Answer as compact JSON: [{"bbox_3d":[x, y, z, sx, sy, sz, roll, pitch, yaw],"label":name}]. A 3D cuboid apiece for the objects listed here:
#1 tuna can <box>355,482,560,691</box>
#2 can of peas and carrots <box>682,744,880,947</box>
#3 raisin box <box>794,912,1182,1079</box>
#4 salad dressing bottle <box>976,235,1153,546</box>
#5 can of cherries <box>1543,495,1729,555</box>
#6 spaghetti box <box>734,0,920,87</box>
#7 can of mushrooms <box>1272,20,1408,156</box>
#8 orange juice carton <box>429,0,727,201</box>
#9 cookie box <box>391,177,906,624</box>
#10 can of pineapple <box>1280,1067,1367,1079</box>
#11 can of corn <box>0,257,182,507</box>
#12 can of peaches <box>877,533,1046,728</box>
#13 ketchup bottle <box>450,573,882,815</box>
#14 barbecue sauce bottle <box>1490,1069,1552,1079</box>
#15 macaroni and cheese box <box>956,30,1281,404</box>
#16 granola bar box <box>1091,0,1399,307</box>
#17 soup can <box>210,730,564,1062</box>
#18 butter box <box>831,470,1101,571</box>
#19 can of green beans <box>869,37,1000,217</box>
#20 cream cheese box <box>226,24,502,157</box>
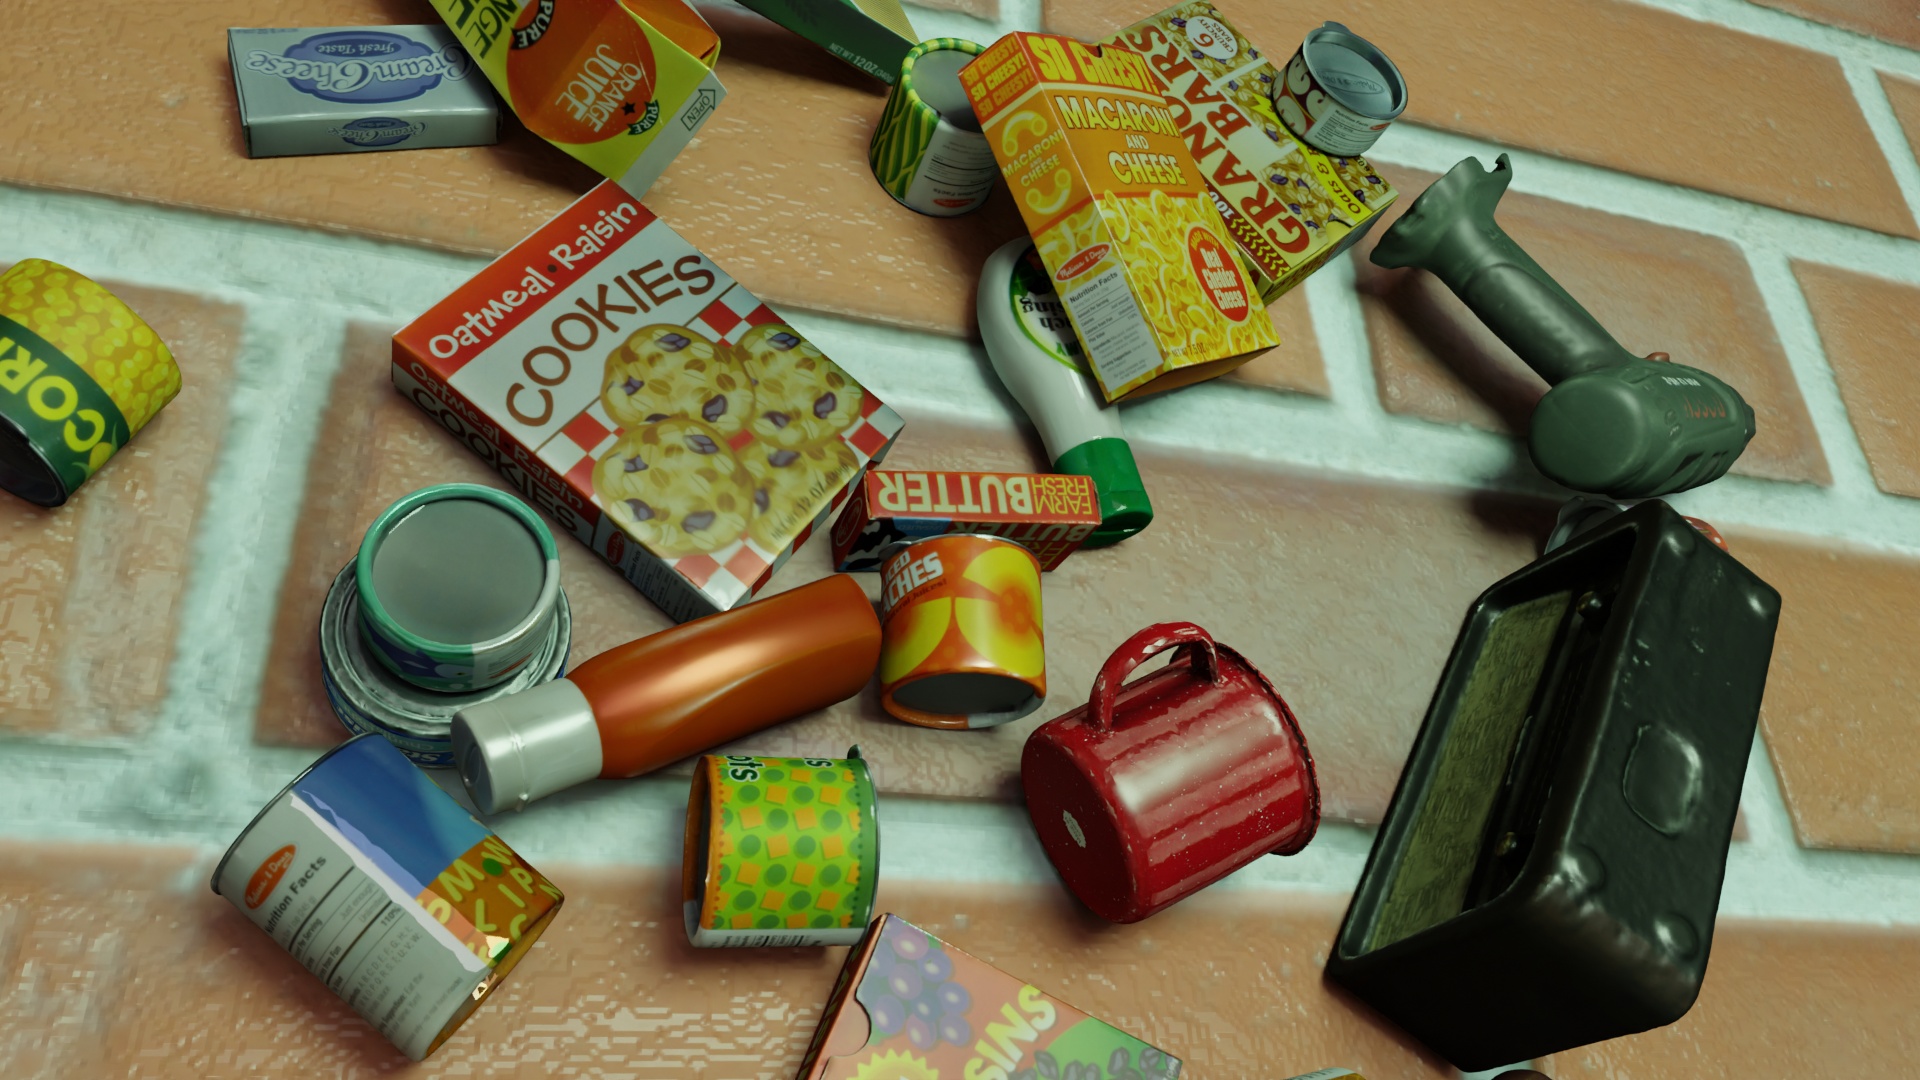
[{"bbox_3d":[-0.174,0.014,0.476,0.071,0.032,0.071,9,60,-17],"label":"tuna can"},{"bbox_3d":[-0.064,0.107,0.489,0.059,0.070,0.071,4,62,-18],"label":"can of peas and carrots"},{"bbox_3d":[0.006,0.198,0.484,0.123,0.040,0.086,28,58,-4],"label":"raisin box"},{"bbox_3d":[0.050,-0.070,0.643,0.064,0.043,0.148,-4,65,-28],"label":"salad dressing bottle"},{"bbox_3d":[0.337,0.013,0.693,0.058,0.071,0.072,8,61,-17],"label":"can of cherries"},{"bbox_3d":[-0.118,-0.278,0.632,0.250,0.028,0.050,13,43,-46],"label":"spaghetti box"},{"bbox_3d":[0.206,-0.246,0.759,0.071,0.033,0.071,11,58,-18],"label":"can of mushrooms"},{"bbox_3d":[-0.178,-0.241,0.616,0.193,0.071,0.073,52,23,11],"label":"orange juice carton"},{"bbox_3d":[-0.126,-0.056,0.571,0.167,0.040,0.123,39,56,2],"label":"cookie box"},{"bbox_3d":[0.121,0.229,0.494,0.058,0.070,0.071,-3,65,-23],"label":"can of pineapple"},{"bbox_3d":[-0.316,-0.055,0.479,0.071,0.070,0.058,30,56,-3],"label":"can of corn"},{"bbox_3d":[-0.001,0.037,0.551,0.071,0.071,0.058,8,62,-17],"label":"can of peaches"},{"bbox_3d":[-0.101,0.055,0.494,0.149,0.064,0.043,-18,67,-37],"label":"ketchup bottle"},{"bbox_3d":[0.188,0.268,0.513,0.149,0.043,0.065,-34,78,-31],"label":"barbecue sauce bottle"},{"bbox_3d":[0.079,-0.154,0.655,0.124,0.040,0.166,-20,84,-53],"label":"macaroni and cheese box"},{"bbox_3d":[0.142,-0.213,0.758,0.125,0.039,0.165,-36,80,-32],"label":"granola bar box"},{"bbox_3d":[-0.179,0.112,0.445,0.084,0.071,0.072,40,57,2],"label":"soup can"},{"bbox_3d":[0.002,-0.007,0.585,0.104,0.053,0.024,0,65,-21],"label":"butter box"},{"bbox_3d":[-0.006,-0.204,0.685,0.071,0.057,0.071,9,60,-16],"label":"can of green beans"},{"bbox_3d":[-0.259,-0.197,0.605,0.104,0.024,0.053,-11,68,-26],"label":"cream cheese box"}]
